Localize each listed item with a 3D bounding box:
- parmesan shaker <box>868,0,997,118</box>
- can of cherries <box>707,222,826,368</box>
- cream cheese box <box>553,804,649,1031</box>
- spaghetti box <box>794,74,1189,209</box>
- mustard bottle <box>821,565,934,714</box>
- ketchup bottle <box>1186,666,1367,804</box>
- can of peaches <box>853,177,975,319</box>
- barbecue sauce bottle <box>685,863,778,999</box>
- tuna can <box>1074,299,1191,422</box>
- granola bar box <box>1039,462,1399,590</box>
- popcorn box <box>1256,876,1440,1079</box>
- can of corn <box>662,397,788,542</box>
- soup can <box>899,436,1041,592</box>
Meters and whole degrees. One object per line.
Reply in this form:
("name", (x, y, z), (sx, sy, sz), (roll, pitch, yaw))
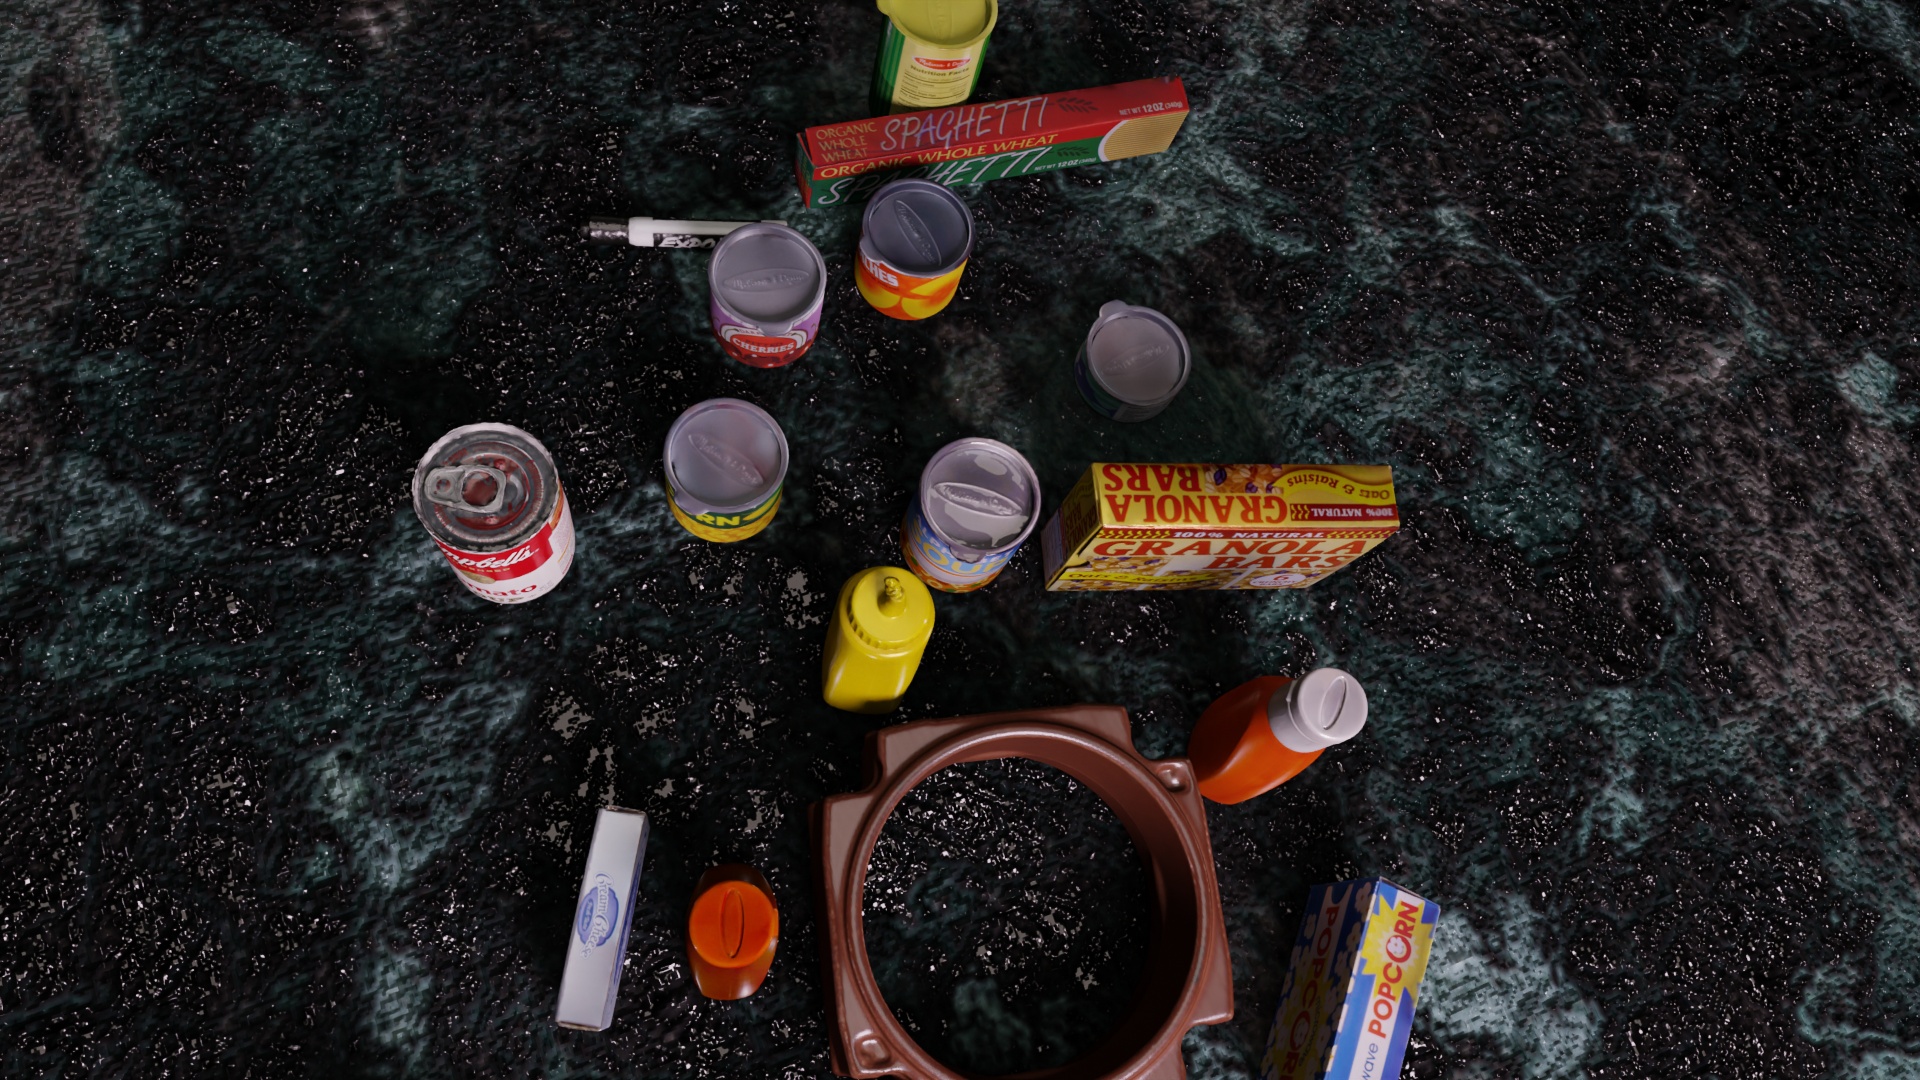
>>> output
("parmesan shaker", (-0.022, -0.296, 0.849), (0.071, 0.102, 0.071), (3, 72, -9))
("can of cherries", (-0.113, -0.139, 0.805), (0.071, 0.058, 0.071), (3, 72, -9))
("cream cheese box", (-0.177, 0.187, 0.690), (0.024, 0.053, 0.104), (10, 71, -7))
("spaghetti box", (0.020, -0.250, 0.870), (0.251, 0.050, 0.029), (-13, 75, -14))
("mustard bottle", (-0.041, 0.046, 0.704), (0.049, 0.159, 0.065), (9, 71, -7))
("ketchup bottle", (0.164, 0.099, 0.731), (0.043, 0.148, 0.065), (25, 70, -2))
("can of peaches", (-0.031, -0.172, 0.831), (0.071, 0.058, 0.071), (3, 72, -9))
("barbecue sauce bottle", (-0.108, 0.183, 0.653), (0.044, 0.148, 0.065), (1, 72, -10))
("tuna can", (0.103, -0.109, 0.849), (0.071, 0.032, 0.071), (3, 72, -9))
("granola bar box", (0.139, -0.005, 0.773), (0.166, 0.123, 0.039), (0, 73, -10))
("popcorn box", (0.199, 0.244, 0.724), (0.038, 0.085, 0.127), (23, 70, -2))
("can of corn", (-0.132, -0.036, 0.768), (0.071, 0.058, 0.071), (3, 72, -9))
("soup can", (0.003, -0.010, 0.771), (0.071, 0.083, 0.071), (3, 72, -9))
